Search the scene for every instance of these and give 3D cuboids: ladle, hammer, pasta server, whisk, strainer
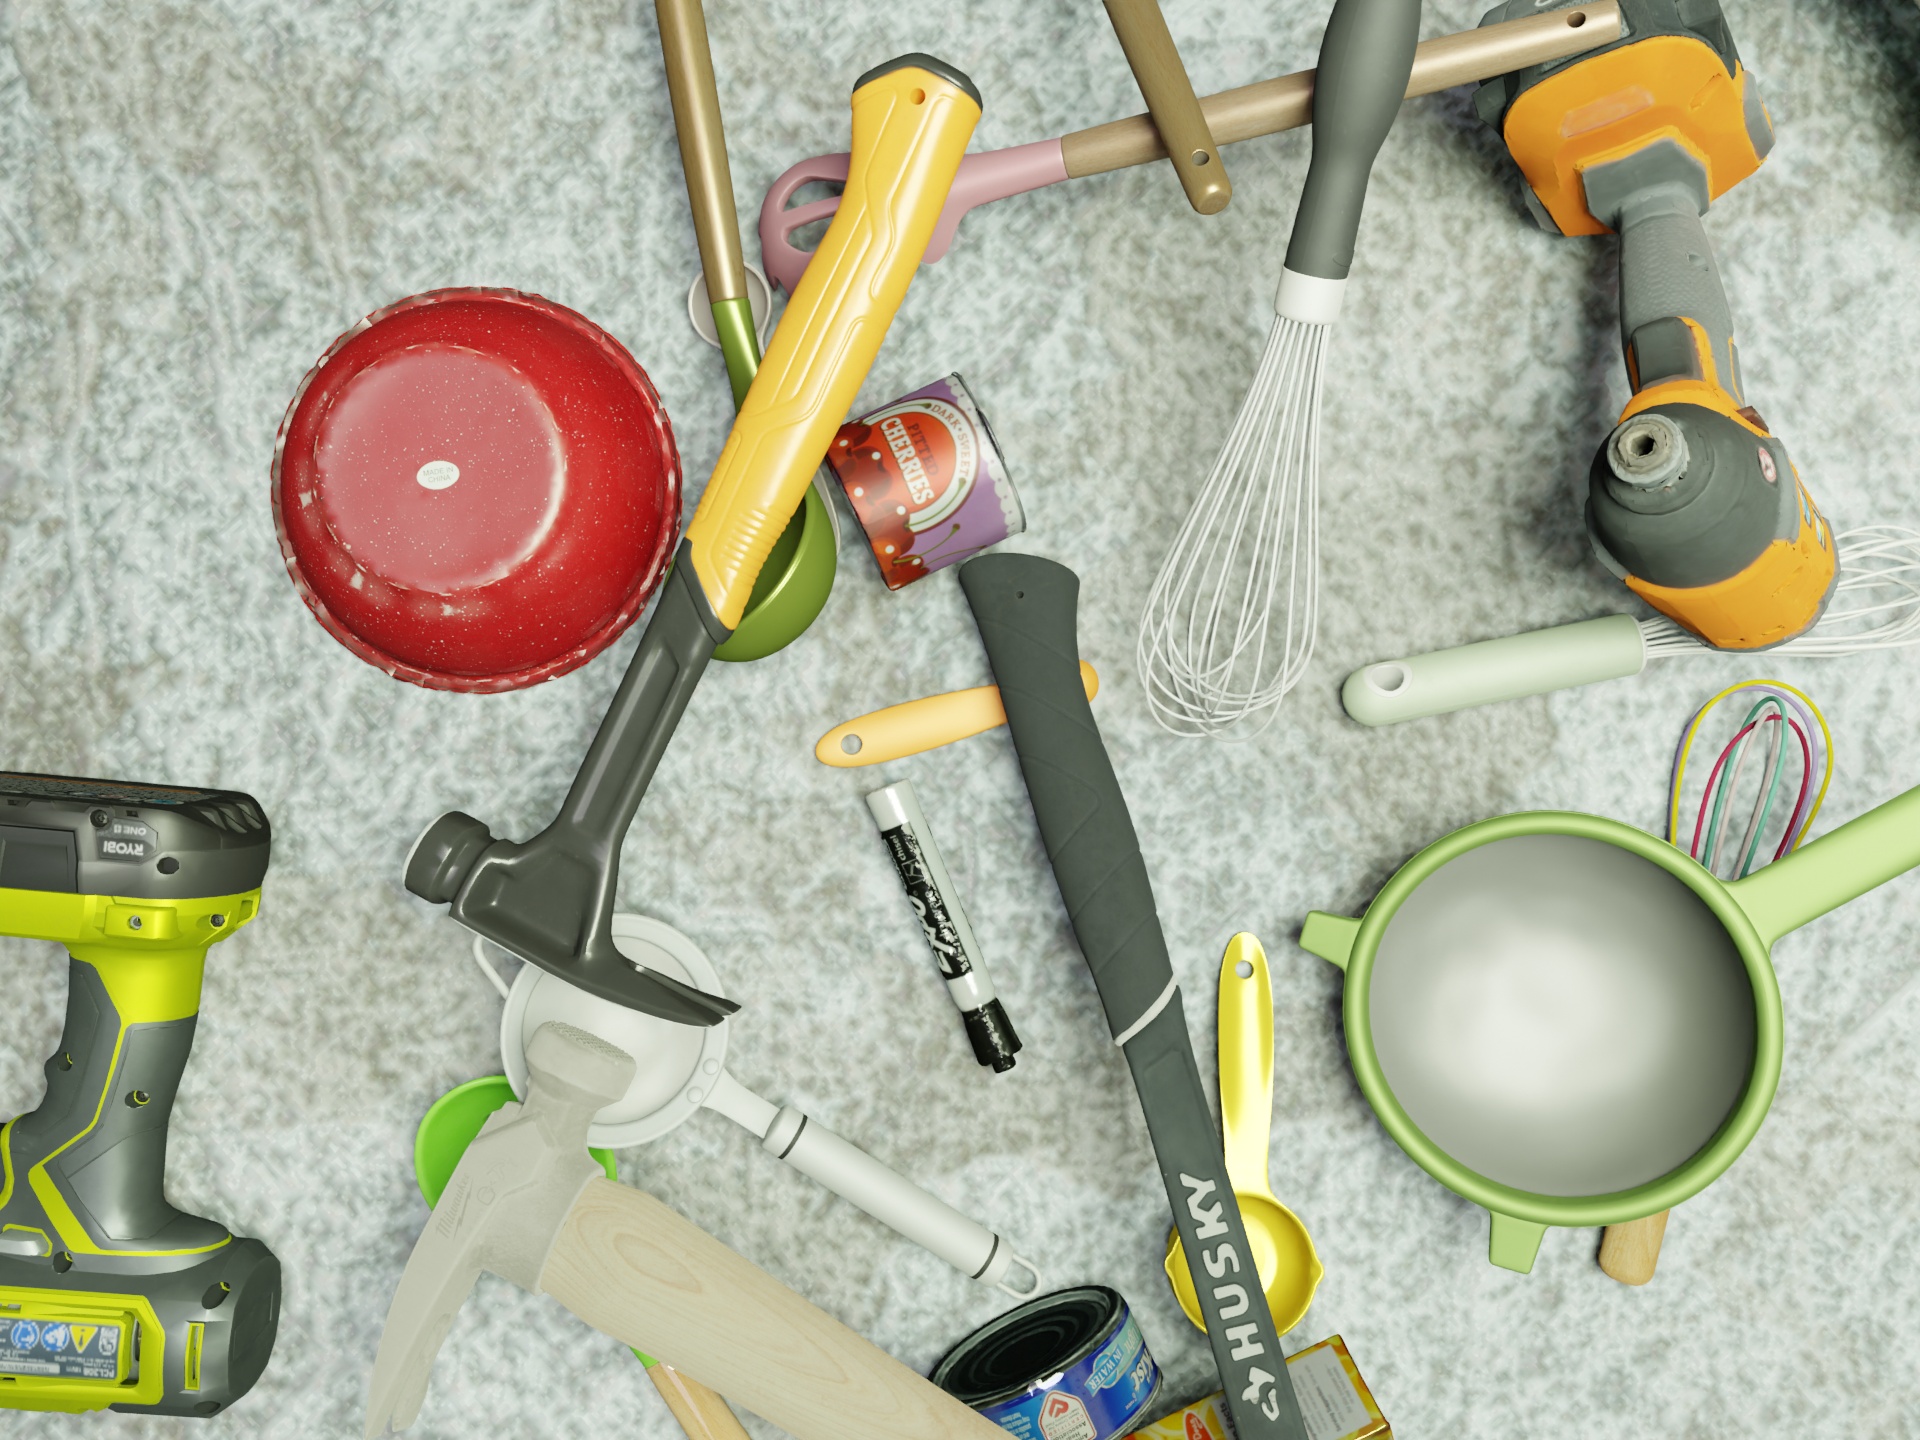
[{"bbox_3d":[-0.099,-0.181,0.584,0.078,0.062,0.320,-3,99,42],"label":"ladle"},{"bbox_3d":[0.004,0.247,0.495,0.411,0.038,0.146,23,80,16],"label":"hammer"},{"bbox_3d":[0.066,-0.206,0.568,0.316,0.040,0.060,-8,90,17],"label":"pasta server"},{"bbox_3d":[0.116,-0.118,0.561,0.070,0.070,0.284,8,117,-2],"label":"whisk"},{"bbox_3d":[0.066,0.124,0.560,0.149,0.036,0.409,-17,71,2],"label":"hammer"},{"bbox_3d":[0.272,-0.032,0.627,0.246,0.059,0.058,-12,53,1],"label":"whisk"},{"bbox_3d":[-0.070,-0.063,0.546,0.127,0.034,0.337,26,95,9],"label":"hammer"},{"bbox_3d":[0.267,0.080,0.589,0.256,0.069,0.151,-33,78,16],"label":"strainer"},{"bbox_3d":[-0.076,0.155,0.611,0.258,0.050,0.087,34,67,-7],"label":"strainer"},{"bbox_3d":[0.293,0.104,0.626,0.047,0.051,0.245,13,92,-8],"label":"whisk"}]

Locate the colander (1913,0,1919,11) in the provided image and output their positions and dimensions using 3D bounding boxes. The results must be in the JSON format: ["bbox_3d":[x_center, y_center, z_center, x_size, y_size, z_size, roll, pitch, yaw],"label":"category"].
[{"bbox_3d":[0.388,-0.279,0.547,0.397,0.094,0.204,9,86,-21],"label":"colander"}]

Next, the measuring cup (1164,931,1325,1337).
[{"bbox_3d":[0.110,0.163,0.631,0.062,0.029,0.157,3,77,-2],"label":"measuring cup"}]

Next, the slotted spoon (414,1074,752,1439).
[{"bbox_3d":[-0.103,0.267,0.615,0.070,0.031,0.314,-35,93,-2],"label":"slotted spoon"}]

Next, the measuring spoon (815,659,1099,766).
[{"bbox_3d":[-0.001,-0.002,0.629,0.117,0.011,0.021,-15,90,-2],"label":"measuring spoon"}]

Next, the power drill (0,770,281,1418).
[{"bbox_3d":[-0.348,0.137,0.583,0.190,0.080,0.228,5,92,-2],"label":"power drill"}]

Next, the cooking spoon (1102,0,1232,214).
[{"bbox_3d":[0.041,-0.310,0.580,0.069,0.017,0.319,-16,68,-1],"label":"cooking spoon"}]

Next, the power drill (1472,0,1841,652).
[{"bbox_3d":[0.241,-0.146,0.550,0.084,0.164,0.227,-14,73,34],"label":"power drill"}]

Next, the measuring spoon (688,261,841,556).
[{"bbox_3d":[-0.072,-0.121,0.629,0.034,0.018,0.124,-19,97,16],"label":"measuring spoon"}]
